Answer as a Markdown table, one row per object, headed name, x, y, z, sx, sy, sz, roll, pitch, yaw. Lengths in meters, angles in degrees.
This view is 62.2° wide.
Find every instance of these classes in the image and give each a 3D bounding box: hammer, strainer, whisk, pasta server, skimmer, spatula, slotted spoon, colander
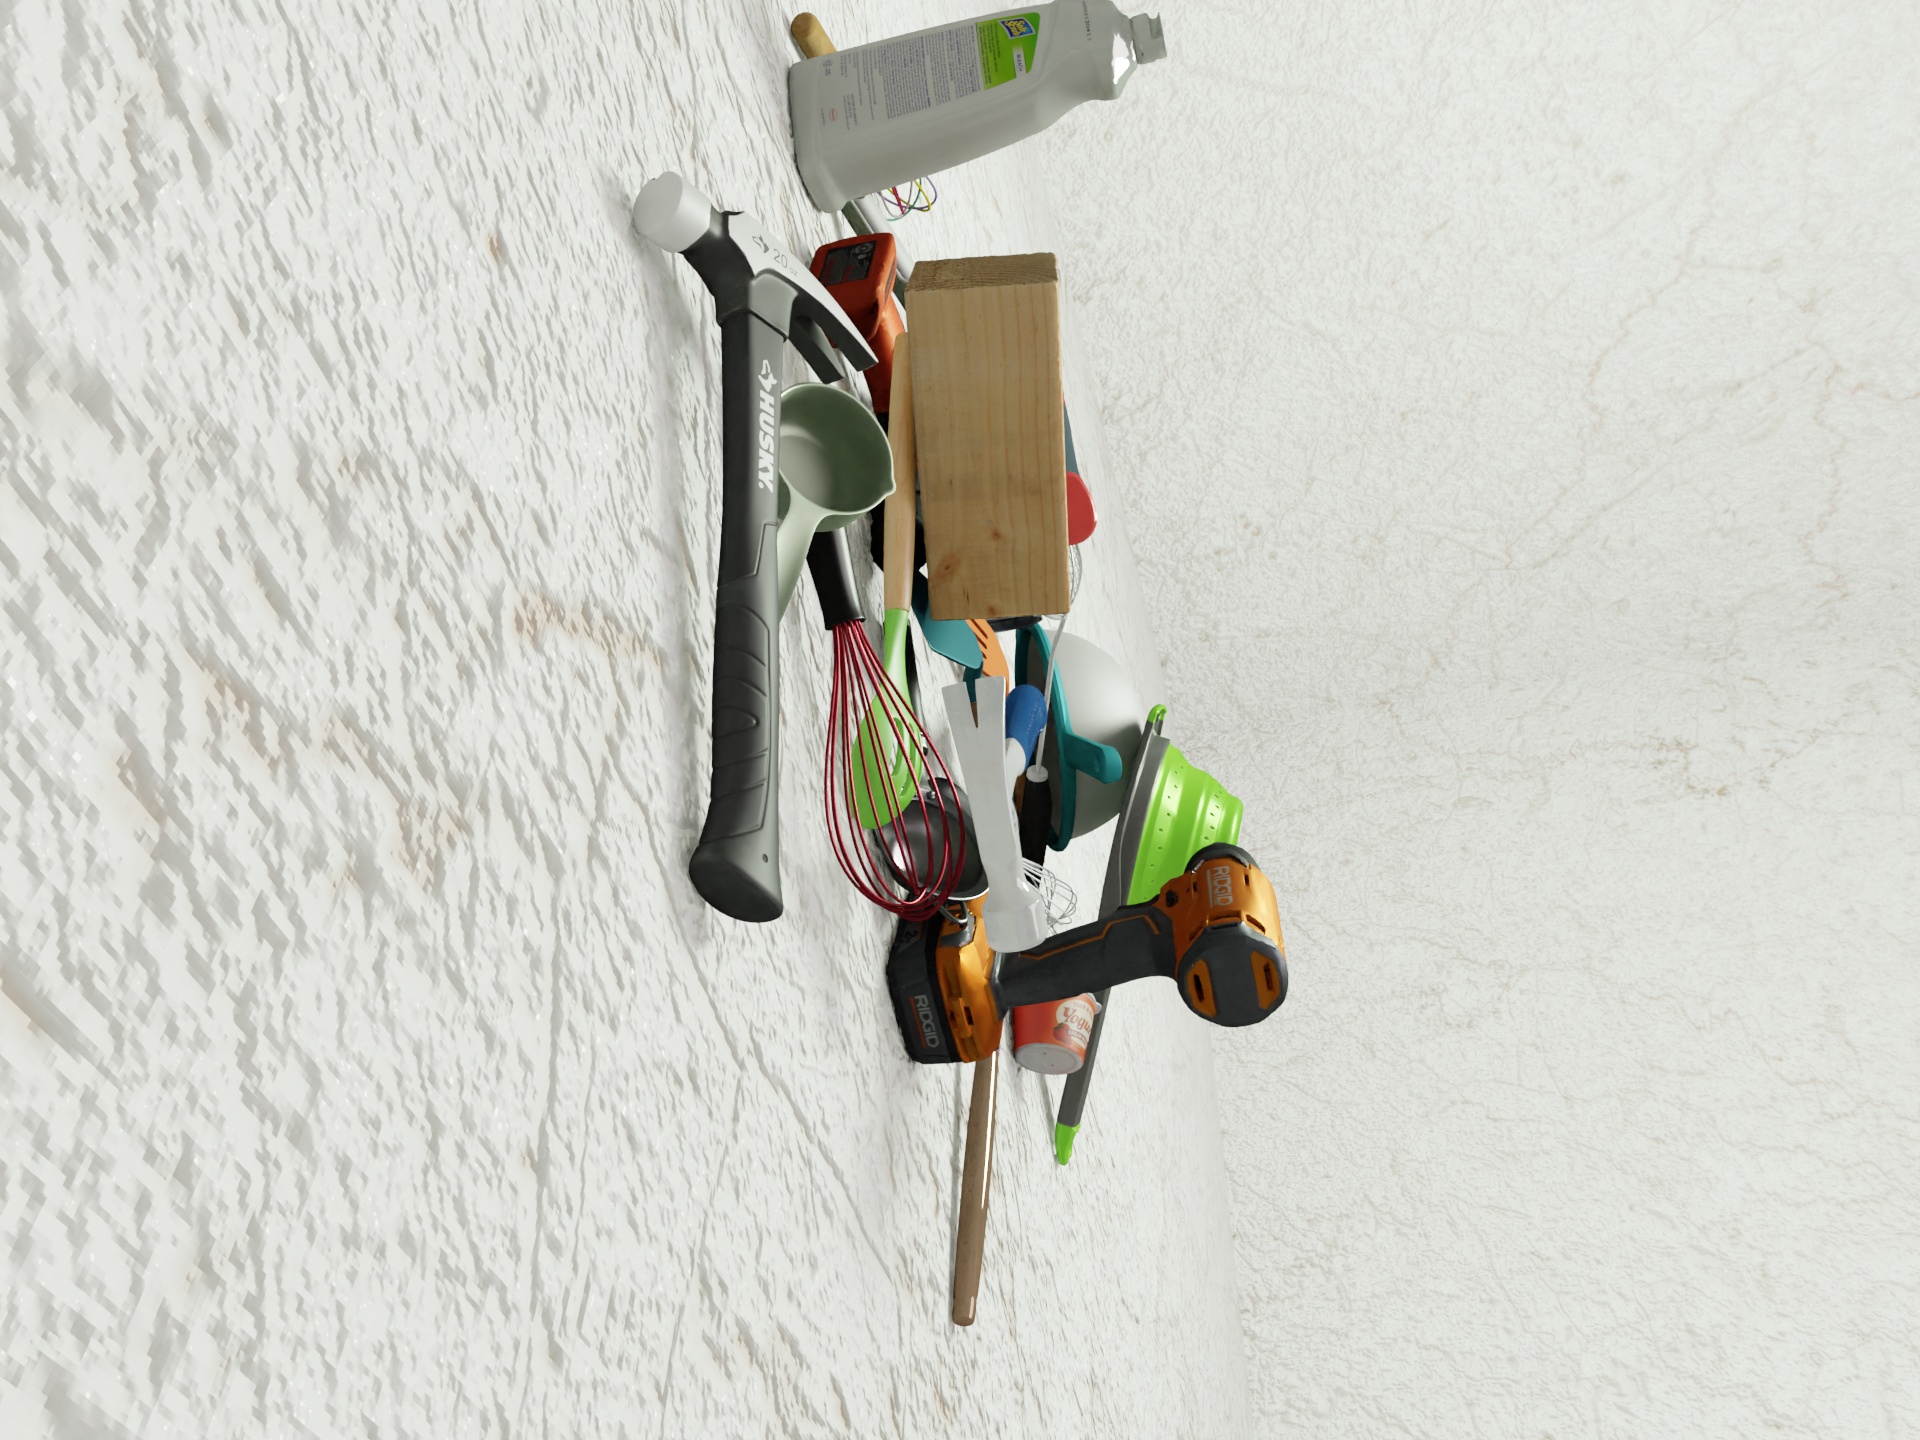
| name | x | y | z | sx | sy | sz | roll | pitch | yaw |
| --- | --- | --- | --- | --- | --- | --- | --- | --- | --- |
| hammer | -0.092 | -0.074 | 0.722 | 0.146 | 0.035 | 0.335 | 26 | 55 | -51 |
| strainer | -0.029 | 0.025 | 1.006 | 0.086 | 0.050 | 0.259 | 15 | 49 | -30 |
| whisk | -0.077 | -0.456 | 1.217 | 0.047 | 0.051 | 0.244 | 62 | 9 | 21 |
| pasta server | 0.023 | 0.243 | 1.041 | 0.316 | 0.040 | 0.060 | -82 | 177 | -46 |
| skimmer | 0.040 | -0.017 | 1.285 | 0.127 | 0.090 | 0.363 | -60 | 157 | -63 |
| spatula | -0.002 | -0.004 | 1.133 | 0.317 | 0.044 | 0.082 | 82 | -12 | -58 |
| whisk | -0.059 | -0.034 | 0.872 | 0.073 | 0.073 | 0.296 | 10 | 65 | -78 |
| spatula | 0.034 | 0.016 | 1.376 | 0.081 | 0.041 | 0.322 | -86 | 166 | -47 |
| hammer | 0.072 | -0.227 | 1.250 | 0.387 | 0.038 | 0.143 | -92 | 179 | -55 |
| hammer | 0.033 | 0.020 | 1.027 | 0.405 | 0.035 | 0.144 | -64 | 144 | -79 |
| strainer | 0.123 | 0.015 | 1.376 | 0.340 | 0.095 | 0.211 | -150 | -127 | -80 |
| whisk | -0.021 | -0.294 | 1.174 | 0.058 | 0.059 | 0.246 | -44 | 109 | -28 |
| whisk | 0.028 | 0.108 | 1.185 | 0.284 | 0.070 | 0.070 | 53 | 29 | -57 |
| slotted spoon | -0.038 | -0.090 | 0.959 | 0.070 | 0.031 | 0.314 | 27 | 61 | -59 |
| colander | 0.163 | 0.189 | 1.333 | 0.204 | 0.094 | 0.397 | -2 | 105 | -79 |

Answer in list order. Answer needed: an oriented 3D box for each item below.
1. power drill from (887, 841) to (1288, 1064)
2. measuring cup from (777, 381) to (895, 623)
| name | x | y | z | sx | sy | sz | roll | pitch | yaw |
| --- | --- | --- | --- | --- | --- | --- | --- | --- | --- |
| power drill | 0.081 | 0.131 | 0.970 | 0.164 | 0.226 | 0.084 | -73 | 151 | -67 |
| measuring cup | -0.089 | -0.099 | 0.818 | 0.083 | 0.038 | 0.168 | 31 | 59 | -22 |
